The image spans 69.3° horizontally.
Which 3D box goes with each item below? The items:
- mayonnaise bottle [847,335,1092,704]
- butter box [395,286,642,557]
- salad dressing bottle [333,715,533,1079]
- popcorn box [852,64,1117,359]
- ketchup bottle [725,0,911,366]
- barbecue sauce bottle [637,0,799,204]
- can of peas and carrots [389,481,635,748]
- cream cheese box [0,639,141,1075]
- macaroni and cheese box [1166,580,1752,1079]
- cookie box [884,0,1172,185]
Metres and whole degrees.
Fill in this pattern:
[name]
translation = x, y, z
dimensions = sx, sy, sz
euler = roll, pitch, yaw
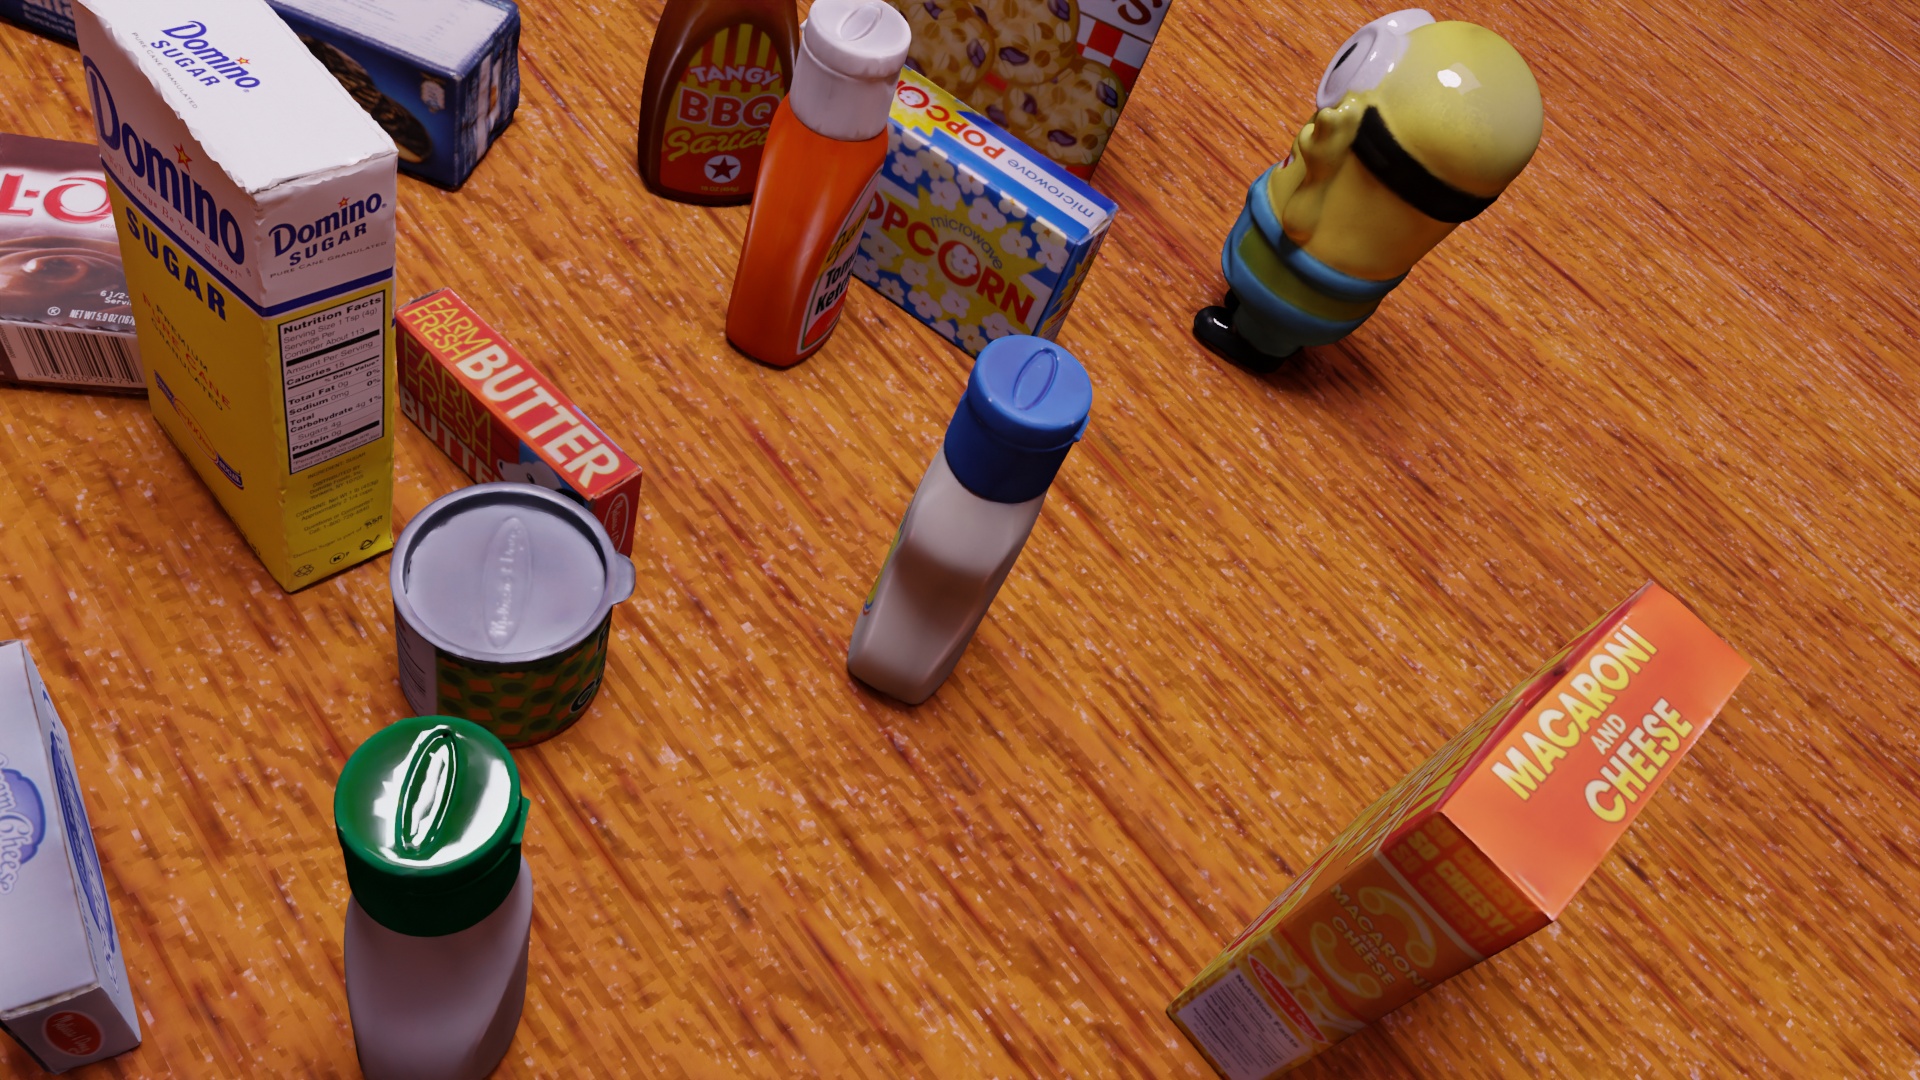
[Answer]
[mayonnaise bottle]
translation = 0.002, -0.006, 0.457
dimensions = 0.041, 0.147, 0.065
euler = 27, 51, 1
[butter box]
translation = -0.156, -0.037, 0.485
dimensions = 0.103, 0.052, 0.024
euler = 42, 53, 13
[salad dressing bottle]
translation = -0.128, 0.092, 0.340
dimensions = 0.044, 0.146, 0.064
euler = 11, 53, -12
[popcorn box]
translation = -0.006, -0.137, 0.591
dimensions = 0.127, 0.084, 0.038
euler = 36, 52, 8
[ketchup bottle]
translation = -0.055, -0.137, 0.533
dimensions = 0.043, 0.148, 0.065
euler = 27, 51, 1
[barbecue sauce bottle]
translation = -0.095, -0.207, 0.571
dimensions = 0.065, 0.147, 0.044
euler = -4, 57, -22
[can of peas and carrots]
translation = -0.142, 0.025, 0.442
dimensions = 0.071, 0.058, 0.071
euler = 10, 53, -13
[cream cheese box]
translation = -0.245, 0.083, 0.366
dimensions = 0.024, 0.053, 0.104
euler = -17, 62, -29
[macaroni and cheese box]
translation = 0.143, 0.095, 0.421
dimensions = 0.124, 0.165, 0.040
euler = -32, 70, -34
[cookie box]
translation = 0.033, -0.254, 0.638
dimensions = 0.123, 0.166, 0.040
euler = 24, 51, -1
